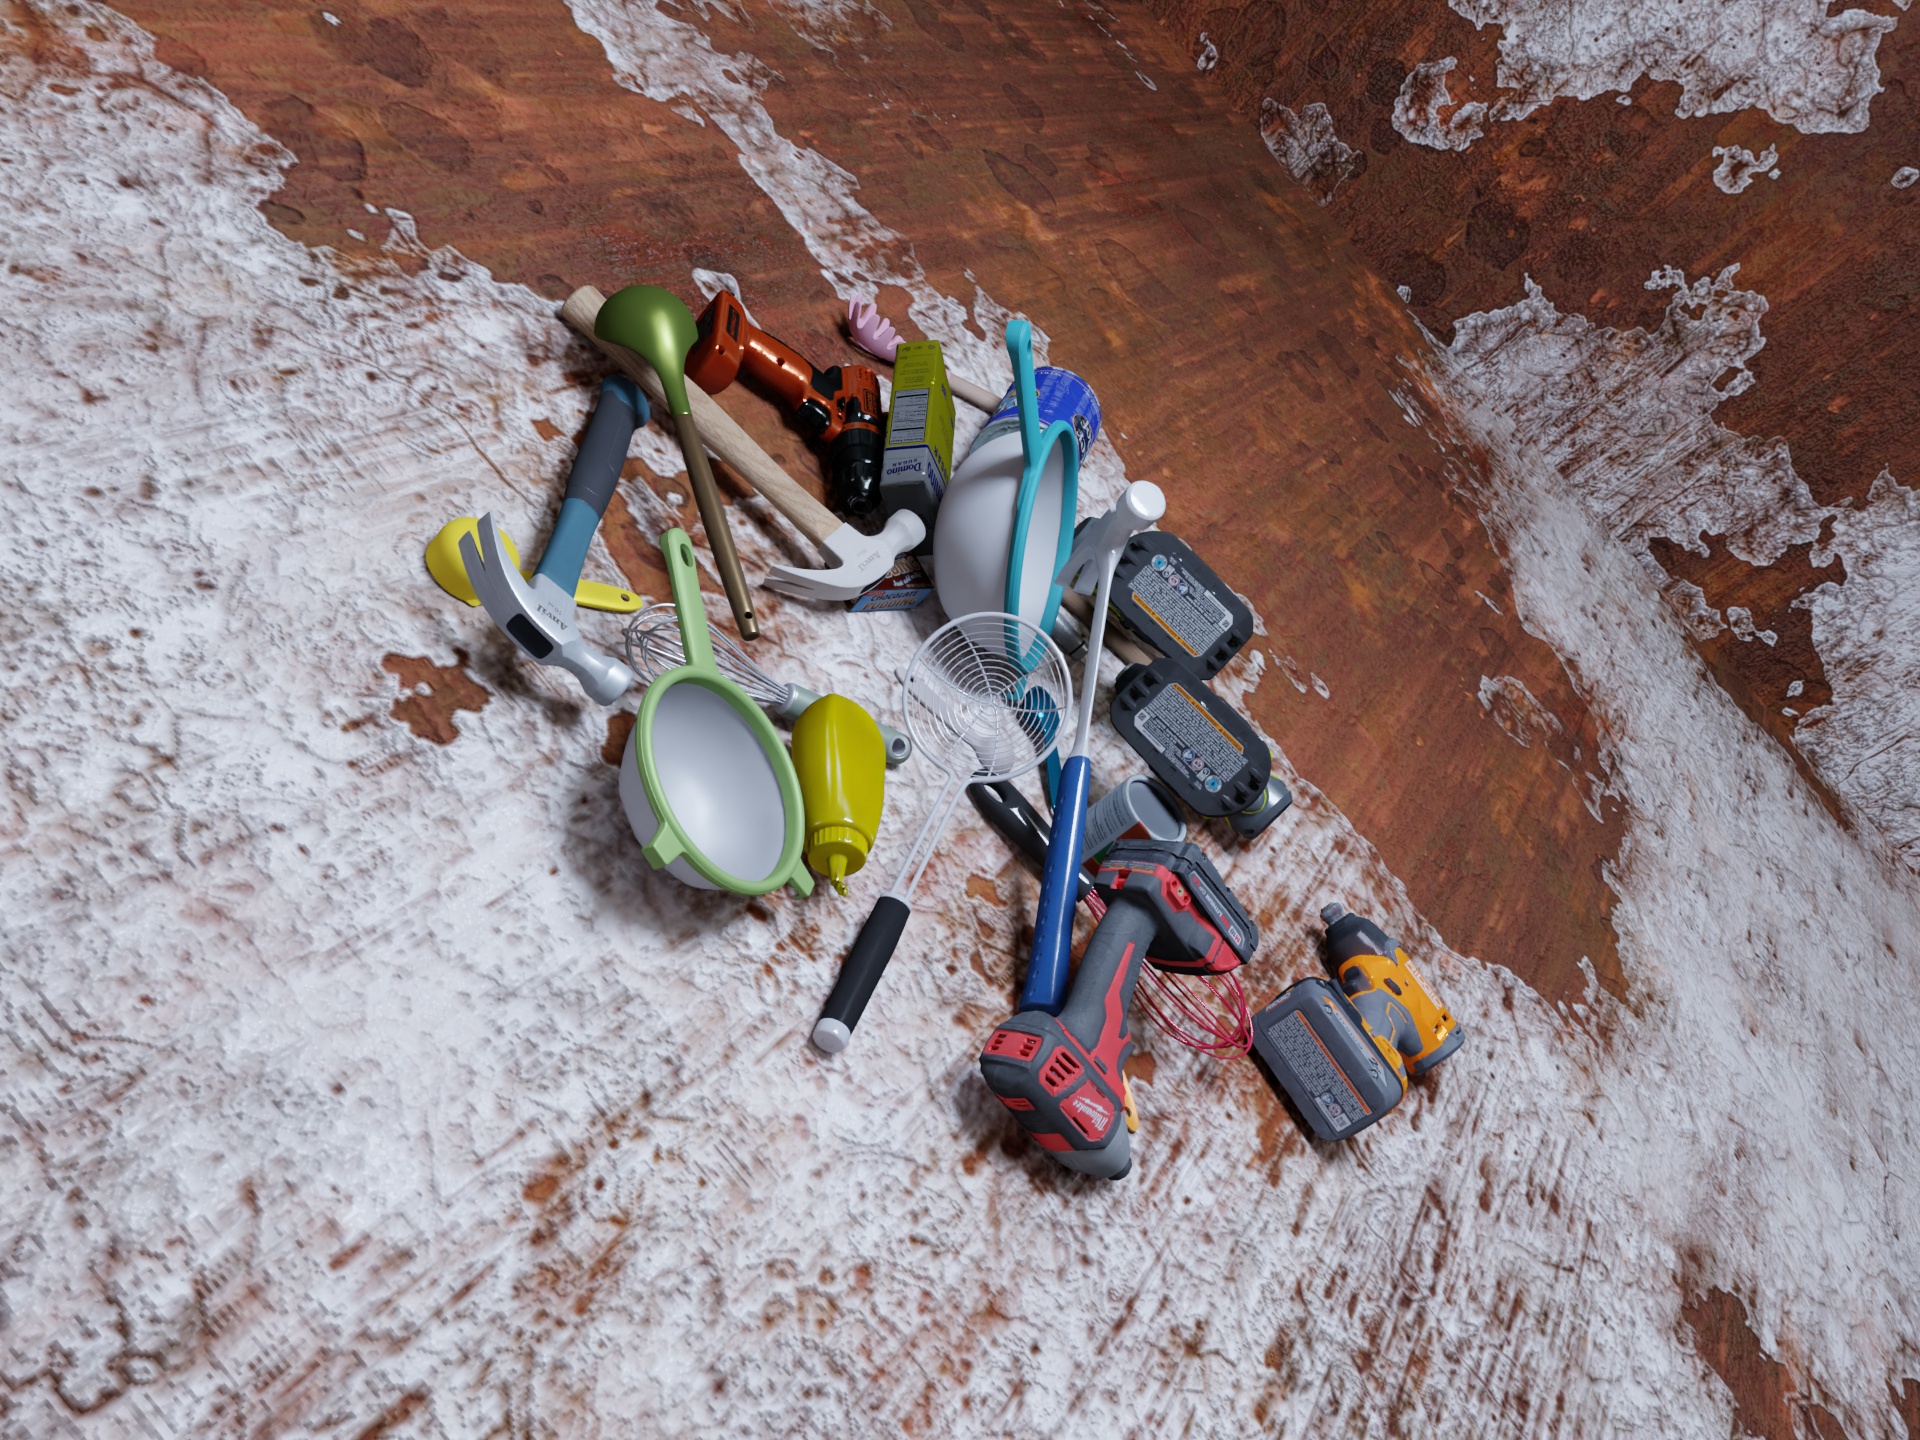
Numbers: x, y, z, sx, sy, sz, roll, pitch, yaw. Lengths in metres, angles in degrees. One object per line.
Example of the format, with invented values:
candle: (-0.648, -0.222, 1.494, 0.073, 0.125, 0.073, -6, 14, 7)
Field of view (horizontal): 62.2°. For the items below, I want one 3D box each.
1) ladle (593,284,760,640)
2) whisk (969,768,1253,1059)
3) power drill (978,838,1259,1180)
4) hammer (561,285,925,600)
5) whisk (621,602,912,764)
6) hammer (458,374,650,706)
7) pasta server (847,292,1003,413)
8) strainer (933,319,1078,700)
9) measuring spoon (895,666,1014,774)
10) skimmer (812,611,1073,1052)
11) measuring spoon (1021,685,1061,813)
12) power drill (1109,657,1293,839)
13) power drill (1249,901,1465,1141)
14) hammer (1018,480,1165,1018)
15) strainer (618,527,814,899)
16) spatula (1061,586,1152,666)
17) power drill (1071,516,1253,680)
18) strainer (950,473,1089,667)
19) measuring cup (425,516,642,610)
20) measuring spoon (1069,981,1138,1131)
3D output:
ladle: (-0.200, -0.192, 1.167, 0.078, 0.062, 0.320, -8, 66, -28)
whisk: (0.112, 0.145, 1.217, 0.296, 0.073, 0.073, 45, 34, 8)
power drill: (0.111, 0.199, 1.087, 0.143, 0.078, 0.220, 53, 57, -27)
hammer: (-0.186, -0.220, 1.251, 0.331, 0.031, 0.130, 43, 56, 3)
whisk: (-0.132, -0.018, 1.129, 0.246, 0.059, 0.058, 26, 77, -34)
hammer: (-0.259, -0.149, 1.098, 0.128, 0.033, 0.331, 41, 28, -27)
pasta server: (0.011, -0.338, 1.596, 0.316, 0.040, 0.060, 21, 25, -35)
strainer: (0.024, -0.187, 1.275, 0.095, 0.340, 0.211, 10, 56, 14)
measuring spoon: (-0.002, -0.004, 1.271, 0.124, 0.018, 0.034, 41, 35, -7)
skimmer: (-0.021, 0.065, 1.094, 0.127, 0.090, 0.363, 19, 44, 8)
measuring spoon: (0.068, 0.031, 1.319, 0.042, 0.021, 0.129, 30, 45, -47)
power drill: (0.195, 0.014, 1.353, 0.191, 0.080, 0.228, 46, 5, 13)
power drill: (0.328, 0.242, 1.333, 0.164, 0.084, 0.226, 55, 31, 13)
hammer: (0.089, 0.023, 1.199, 0.035, 0.144, 0.406, 16, 66, -14)
strainer: (-0.180, -0.001, 1.011, 0.151, 0.069, 0.257, 23, 47, -55)
spatula: (0.109, -0.111, 1.494, 0.316, 0.018, 0.060, 42, 41, -7)
power drill: (0.177, -0.106, 1.425, 0.171, 0.080, 0.223, 43, 2, -10)
strainer: (0.041, -0.144, 1.438, 0.258, 0.050, 0.087, 49, 50, -4)
measuring cup: (-0.276, -0.099, 1.061, 0.156, 0.029, 0.062, 10, 49, -40)
measuring spoon: (0.103, 0.243, 1.152, 0.021, 0.011, 0.117, 5, 56, -45)
